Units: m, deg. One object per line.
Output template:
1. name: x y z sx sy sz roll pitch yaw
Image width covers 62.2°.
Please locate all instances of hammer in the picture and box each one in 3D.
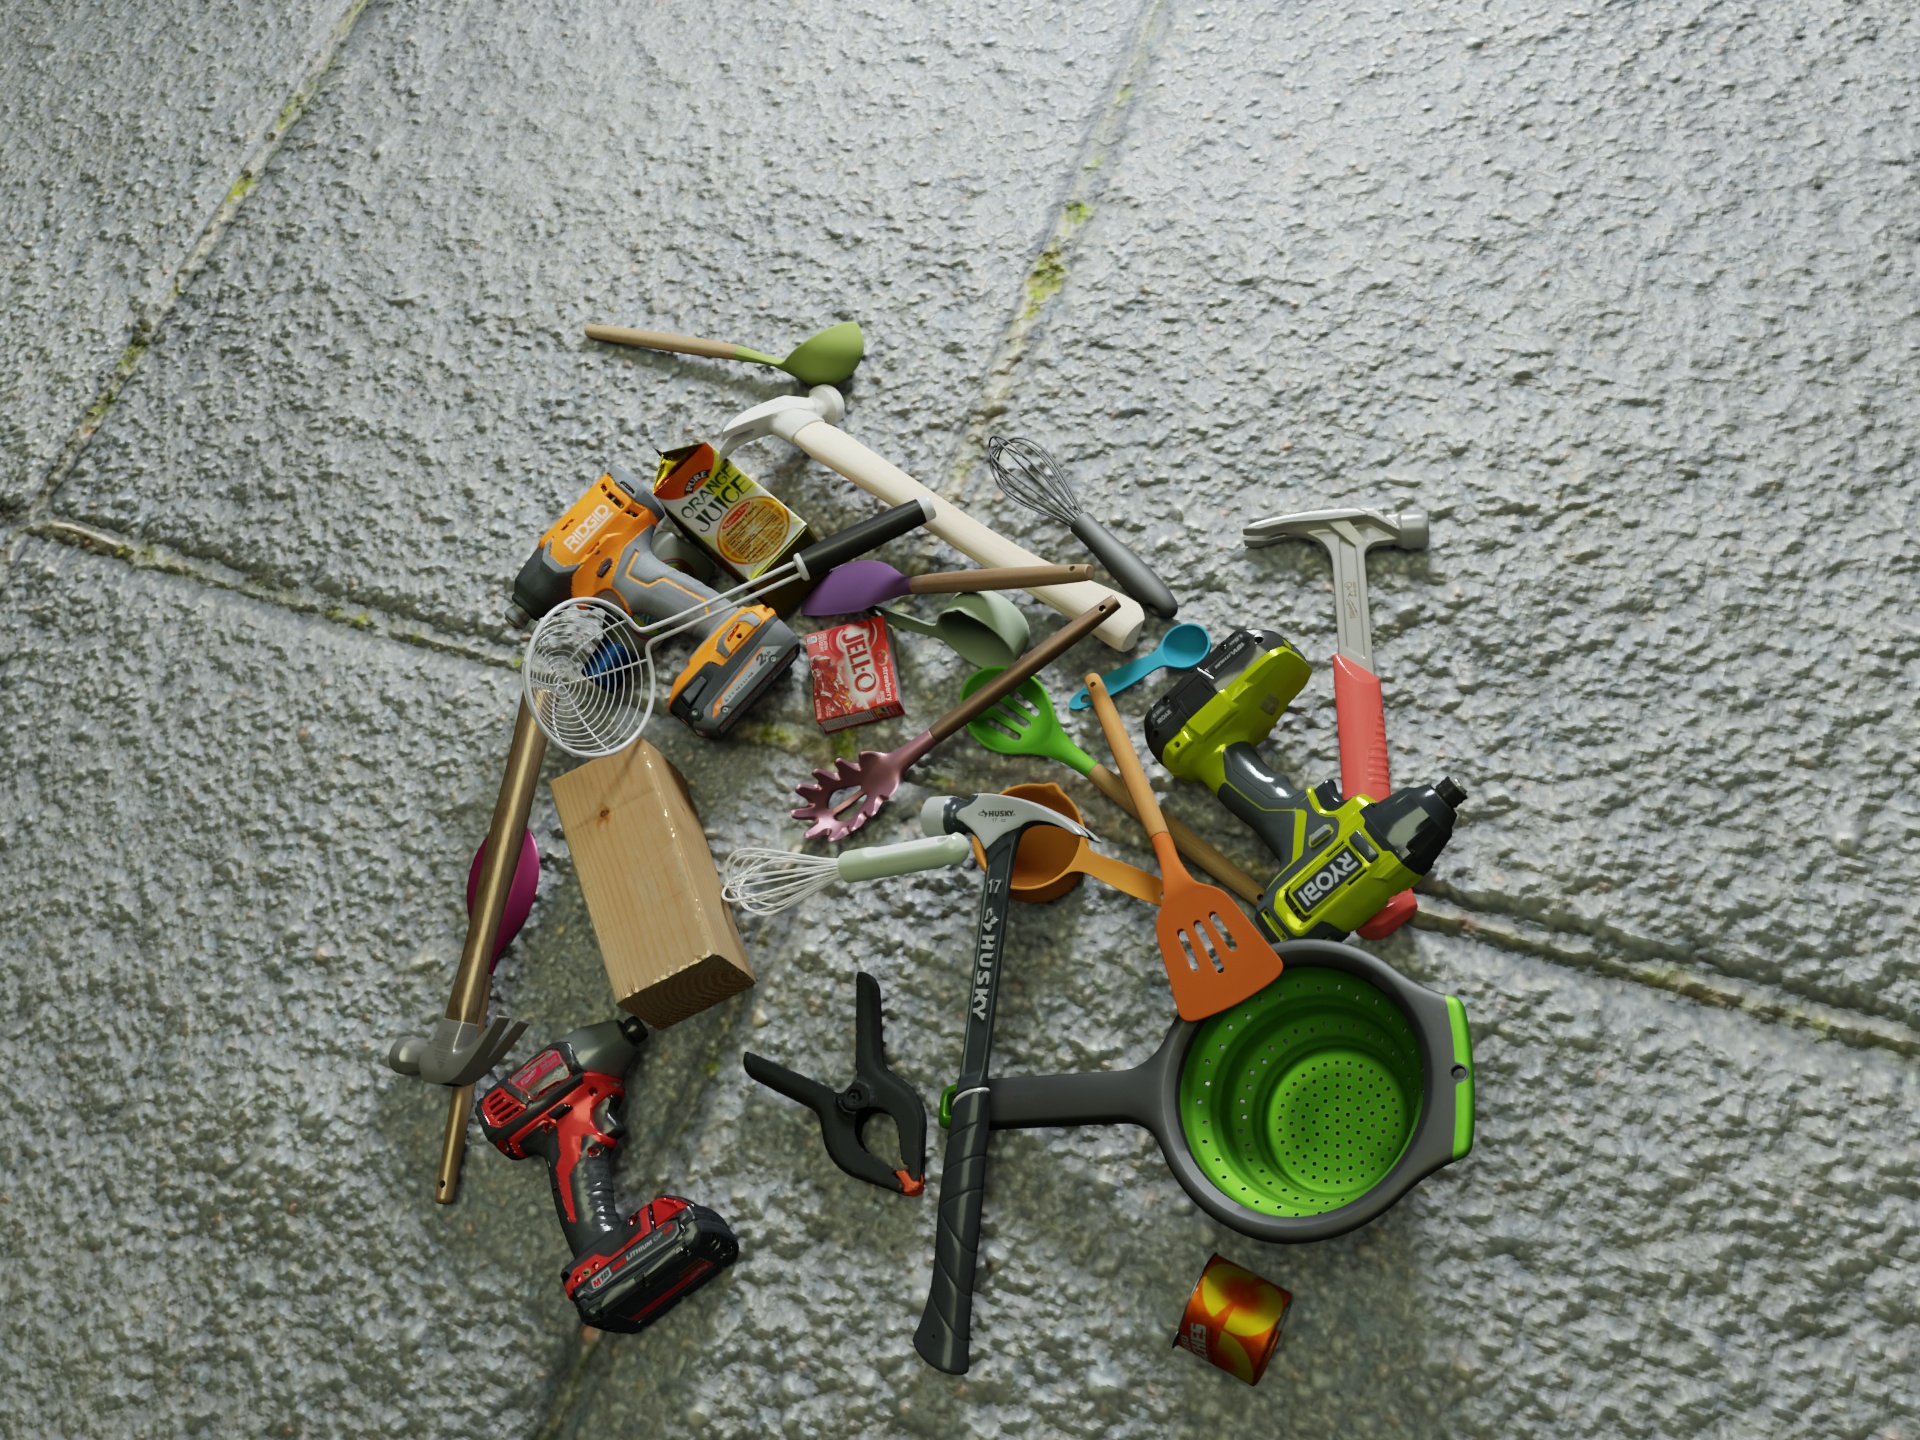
1. hammer: 0.302 -0.007 1.240 0.149 0.036 0.359 -4 64 13
2. hammer: 0.015 0.253 1.147 0.149 0.036 0.409 -4 73 36
3. hammer: -0.380 0.133 1.303 0.130 0.031 0.331 0 73 38
4. hammer: -0.022 -0.171 1.373 0.411 0.038 0.146 34 42 22

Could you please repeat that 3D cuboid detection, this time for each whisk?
1. whisk: -0.094 0.114 1.233 0.246 0.058 0.059 -13 102 35
2. whisk: 0.103 -0.167 1.366 0.055 0.055 0.239 -40 67 -6

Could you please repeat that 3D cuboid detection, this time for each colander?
1. colander: 0.172 0.274 1.122 0.397 0.094 0.205 -11 56 29

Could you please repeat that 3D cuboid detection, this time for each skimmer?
1. skimmer: -0.177 -0.091 1.276 0.363 0.127 0.090 -26 22 -8

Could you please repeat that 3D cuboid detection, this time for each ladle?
1. ladle: -0.236 -0.373 1.545 0.320 0.078 0.062 14 108 25

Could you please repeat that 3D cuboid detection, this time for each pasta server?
1. pasta server: -0.002 -0.004 1.287 0.316 0.040 0.060 -36 76 9

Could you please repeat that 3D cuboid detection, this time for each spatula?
1. spatula: -0.018 -0.115 1.318 0.316 0.018 0.060 1 57 42
2. spatula: 0.146 0.077 1.195 0.081 0.041 0.323 -31 42 13

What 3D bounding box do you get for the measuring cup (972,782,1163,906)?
1. measuring cup: 0.094 0.114 1.229 0.174 0.052 0.095 22 72 21

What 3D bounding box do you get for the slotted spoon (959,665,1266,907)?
1. slotted spoon: 0.124 0.057 1.262 0.314 0.031 0.070 37 89 24

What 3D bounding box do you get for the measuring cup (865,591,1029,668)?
1. measuring cup: -0.012 -0.089 1.352 0.168 0.083 0.038 18 61 38

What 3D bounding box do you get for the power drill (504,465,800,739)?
1. power drill: -0.267 -0.087 1.357 0.226 0.084 0.164 42 80 2

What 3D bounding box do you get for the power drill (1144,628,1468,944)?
1. power drill: 0.251 0.045 1.174 0.171 0.080 0.223 -44 54 15

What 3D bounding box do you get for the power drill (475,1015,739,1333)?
1. power drill: -0.265 0.335 1.206 0.143 0.078 0.220 -36 59 -4

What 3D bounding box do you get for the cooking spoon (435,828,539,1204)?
1. cooking spoon: -0.399 0.236 1.317 0.069 0.017 0.319 -5 64 15

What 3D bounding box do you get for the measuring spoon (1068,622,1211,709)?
1. measuring spoon: 0.149 -0.037 1.309 0.128 0.021 0.042 -28 54 11
